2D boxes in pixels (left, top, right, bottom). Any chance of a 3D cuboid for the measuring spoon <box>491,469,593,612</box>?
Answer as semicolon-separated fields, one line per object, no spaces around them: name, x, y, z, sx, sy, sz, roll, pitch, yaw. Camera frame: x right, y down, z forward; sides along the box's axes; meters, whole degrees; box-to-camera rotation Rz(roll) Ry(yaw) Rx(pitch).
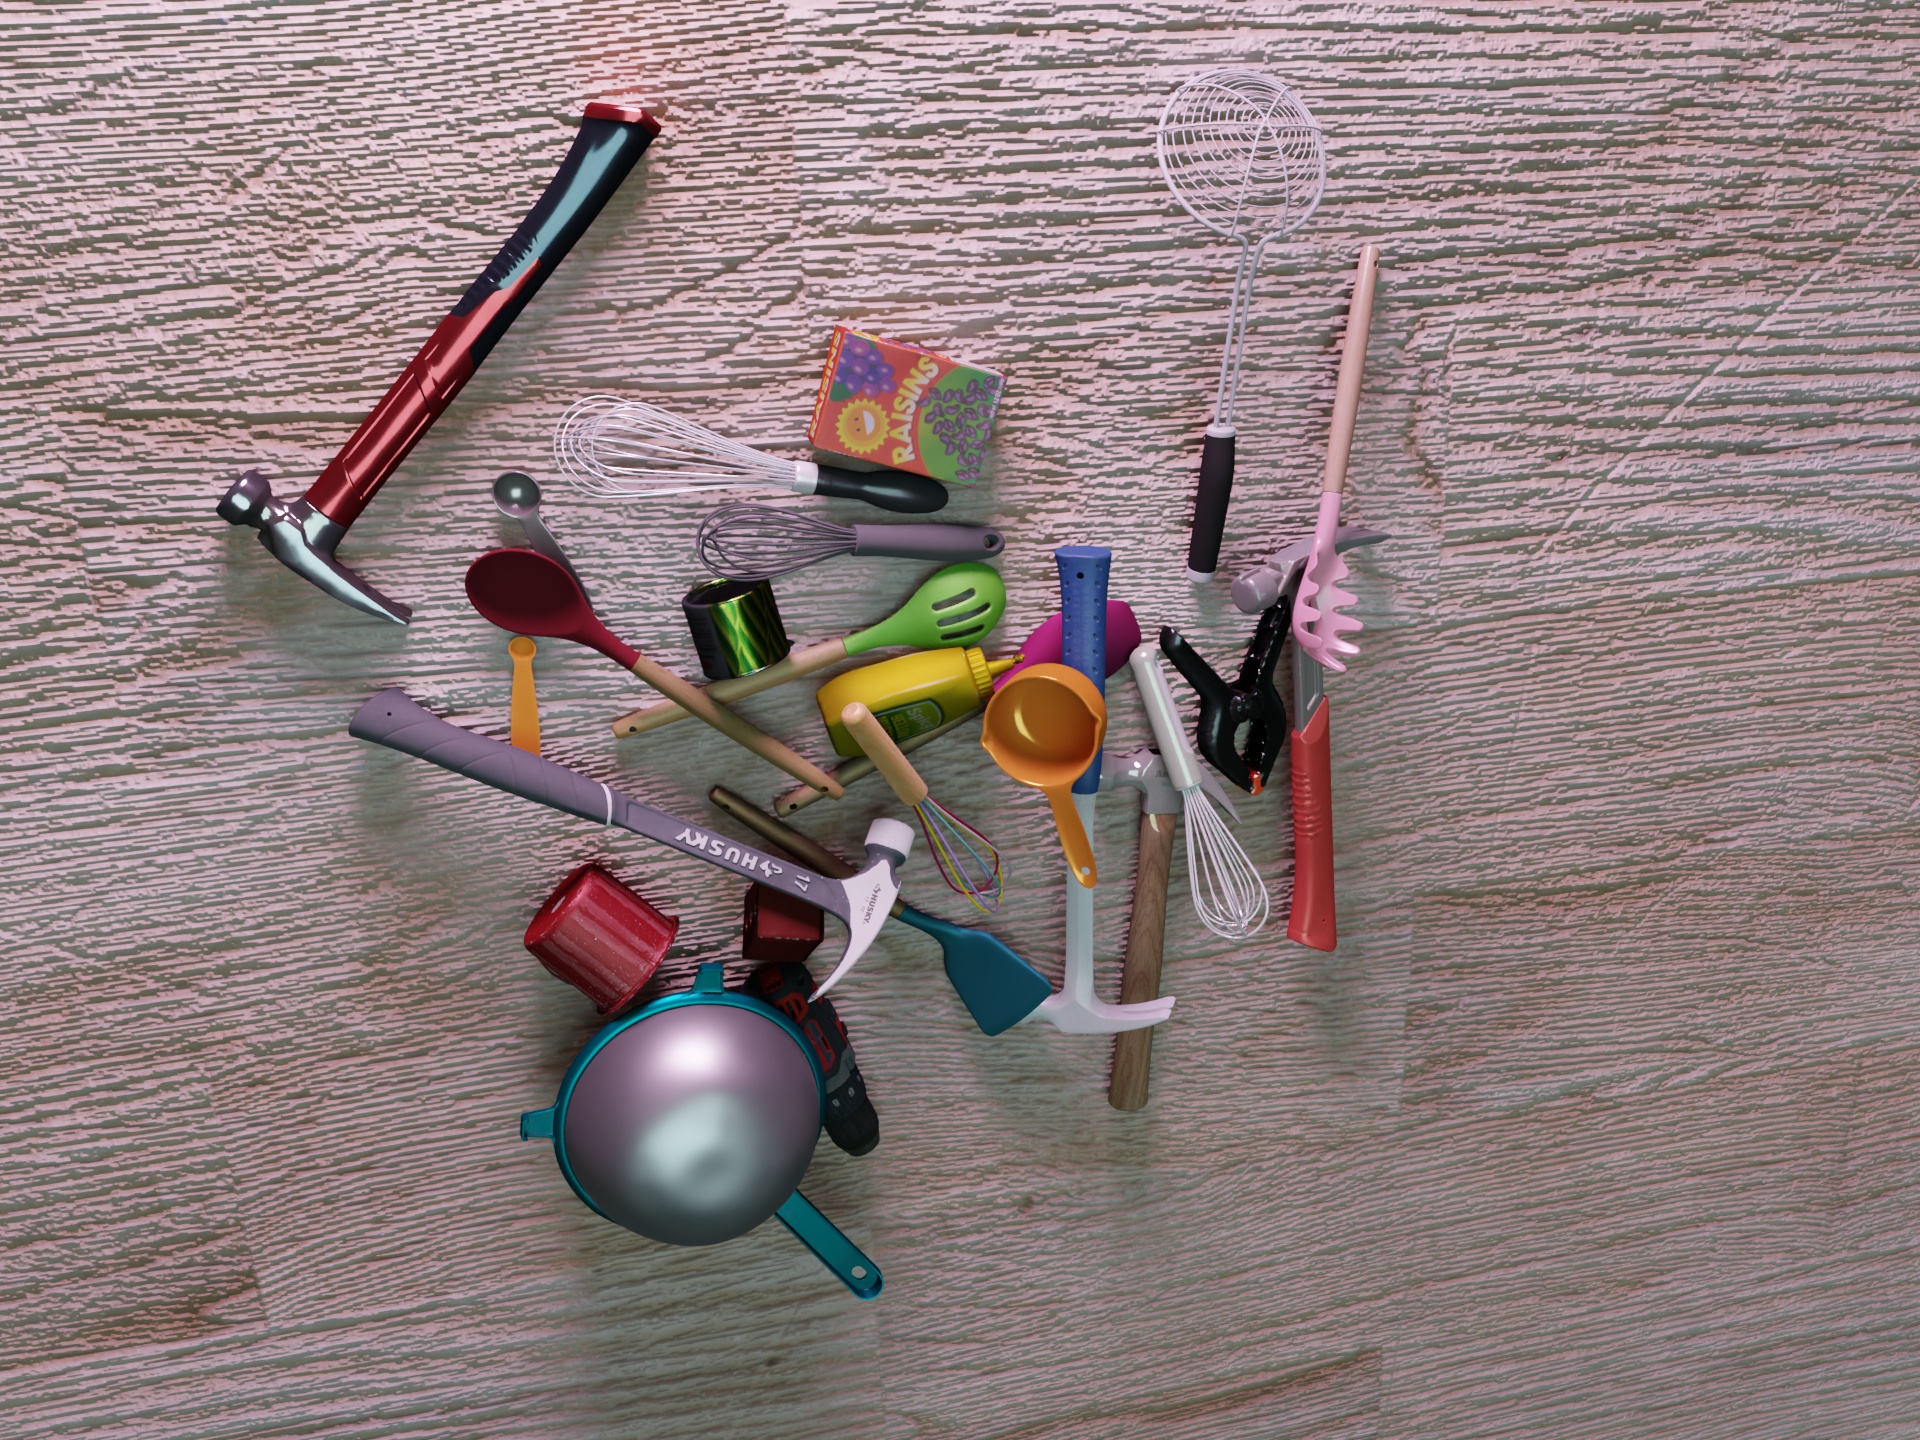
measuring spoon;-0.293;-0.125;1.131;0.034;0.018;0.124;-20;120;7

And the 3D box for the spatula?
spatula;-0.068;0.145;1.263;0.317;0.044;0.082;35;123;-20

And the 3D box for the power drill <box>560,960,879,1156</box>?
power drill;-0.186;0.313;1.283;0.226;0.080;0.187;-27;114;-6

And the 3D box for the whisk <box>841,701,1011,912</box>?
whisk;-0.024;0.068;1.219;0.047;0.051;0.244;-49;131;-16

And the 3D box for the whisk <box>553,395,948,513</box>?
whisk;-0.143;-0.176;1.125;0.284;0.070;0.070;6;108;-20

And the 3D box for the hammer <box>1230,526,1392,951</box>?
hammer;0.291;0.026;1.290;0.149;0.037;0.358;-23;119;-29

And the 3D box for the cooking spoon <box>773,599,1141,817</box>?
cooking spoon;-0.002;-0.004;1.237;0.319;0.017;0.068;-28;113;-3

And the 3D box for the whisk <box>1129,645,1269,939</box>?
whisk;0.183;0.057;1.253;0.059;0.058;0.246;-18;94;22

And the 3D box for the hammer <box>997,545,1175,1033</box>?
hammer;0.100;0.065;1.246;0.144;0.035;0.405;5;111;16

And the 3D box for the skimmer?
skimmer;0.191;-0.282;1.175;0.127;0.090;0.363;-5;121;-15

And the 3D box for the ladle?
ladle;-0.214;-0.028;1.157;0.315;0.031;0.069;34;117;-17

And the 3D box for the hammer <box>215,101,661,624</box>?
hammer;-0.320;-0.244;1.065;0.143;0.038;0.386;38;98;-24

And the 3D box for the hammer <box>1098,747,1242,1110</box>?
hammer;0.158;0.180;1.336;0.130;0.031;0.331;-1;110;-12

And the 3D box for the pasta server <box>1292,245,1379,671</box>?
pasta server;0.287;-0.195;1.181;0.060;0.040;0.316;8;91;-45

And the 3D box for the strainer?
strainer;-0.158;0.361;1.216;0.211;0.095;0.340;-40;114;-3

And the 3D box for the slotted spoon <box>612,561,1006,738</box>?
slotted spoon;-0.110;-0.044;1.194;0.313;0.031;0.070;-20;121;-4

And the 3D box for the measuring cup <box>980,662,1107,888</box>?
measuring cup;0.078;0.039;1.196;0.095;0.052;0.173;-12;107;22

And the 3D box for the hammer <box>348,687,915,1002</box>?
hammer;-0.241;0.074;1.157;0.409;0.036;0.149;22;65;-9

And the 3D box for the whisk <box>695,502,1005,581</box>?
whisk;-0.076;-0.127;1.149;0.239;0.055;0.055;-3;111;-24

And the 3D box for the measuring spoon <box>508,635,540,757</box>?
measuring spoon;-0.320;-0.008;1.169;0.021;0.011;0.116;1;113;-8
